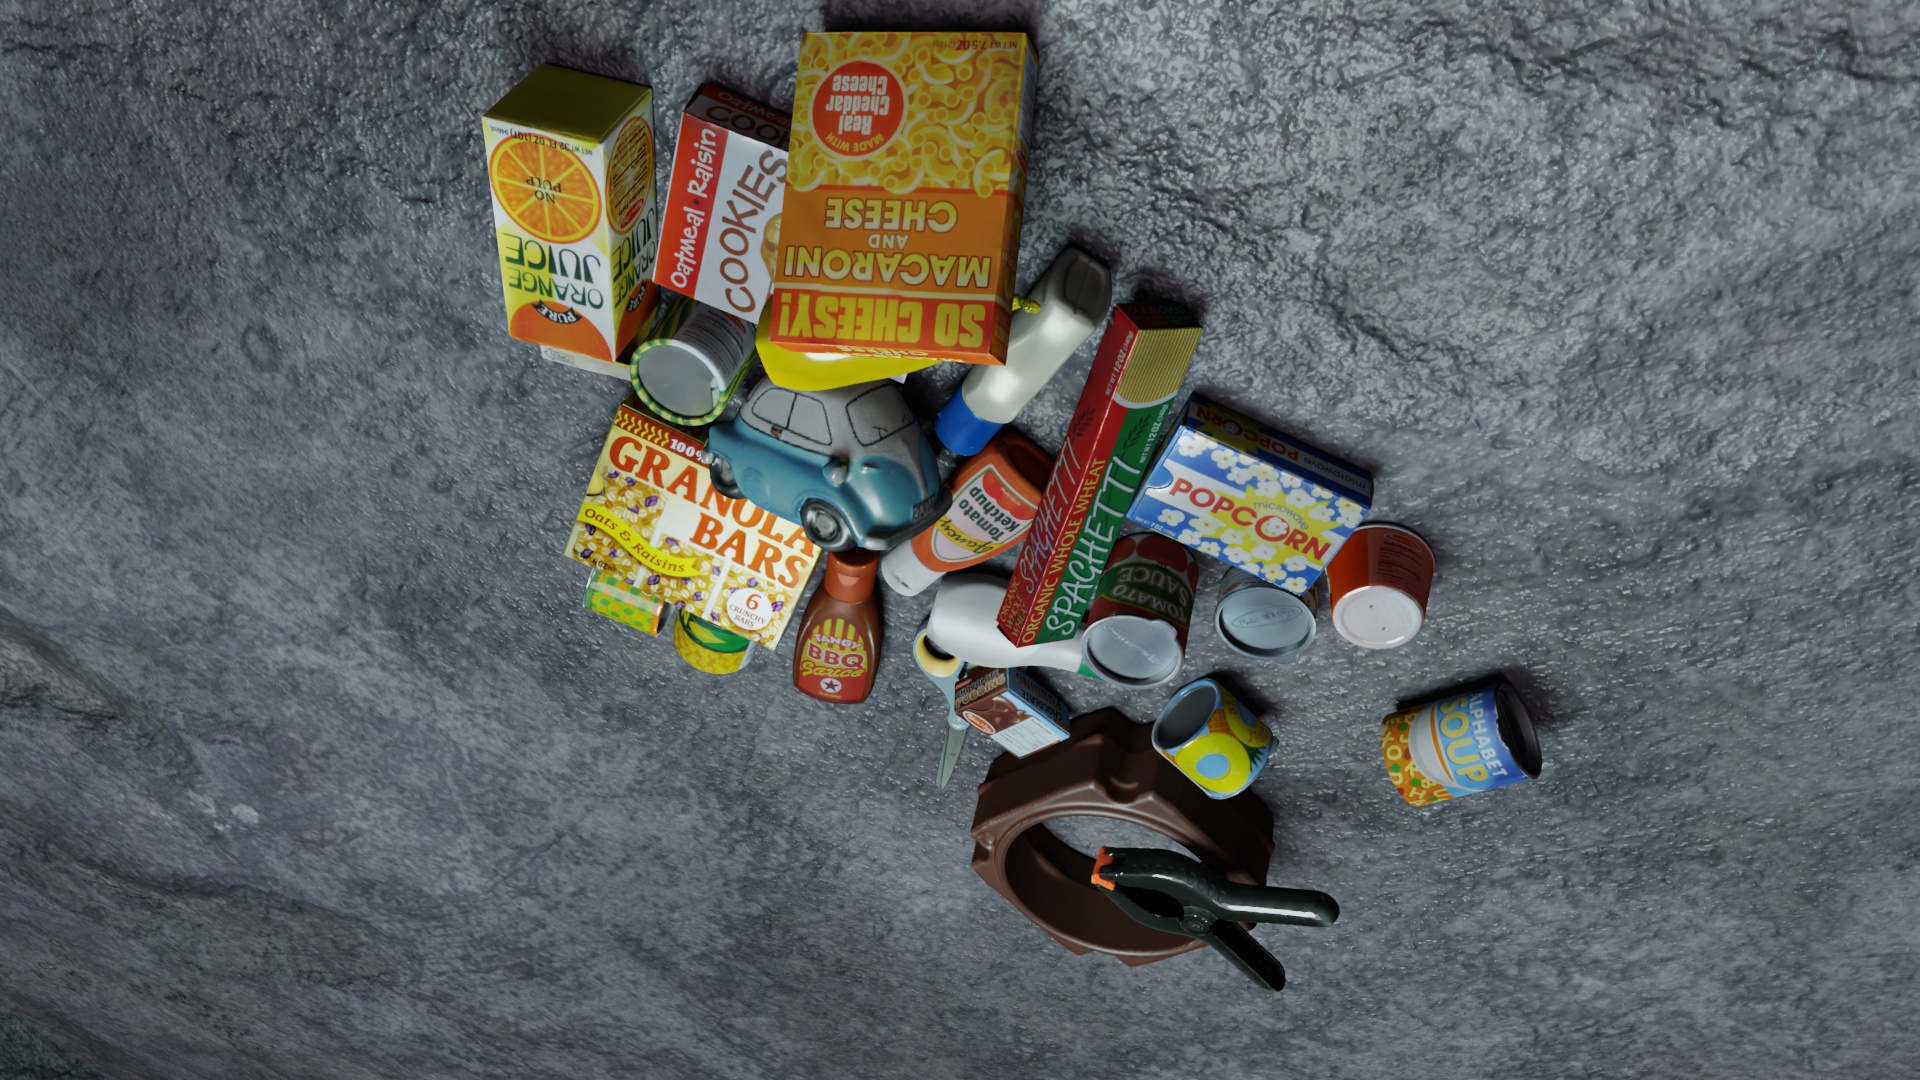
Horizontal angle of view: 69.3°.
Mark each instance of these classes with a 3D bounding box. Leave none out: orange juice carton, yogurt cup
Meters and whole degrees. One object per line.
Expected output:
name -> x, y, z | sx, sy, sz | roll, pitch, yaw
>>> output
orange juice carton -> -0.231, -0.180, 0.846 | 0.072, 0.073, 0.191 | 15, 133, 6
yogurt cup -> 0.263, 0.031, 0.874 | 0.072, 0.054, 0.072 | 9, 132, 10

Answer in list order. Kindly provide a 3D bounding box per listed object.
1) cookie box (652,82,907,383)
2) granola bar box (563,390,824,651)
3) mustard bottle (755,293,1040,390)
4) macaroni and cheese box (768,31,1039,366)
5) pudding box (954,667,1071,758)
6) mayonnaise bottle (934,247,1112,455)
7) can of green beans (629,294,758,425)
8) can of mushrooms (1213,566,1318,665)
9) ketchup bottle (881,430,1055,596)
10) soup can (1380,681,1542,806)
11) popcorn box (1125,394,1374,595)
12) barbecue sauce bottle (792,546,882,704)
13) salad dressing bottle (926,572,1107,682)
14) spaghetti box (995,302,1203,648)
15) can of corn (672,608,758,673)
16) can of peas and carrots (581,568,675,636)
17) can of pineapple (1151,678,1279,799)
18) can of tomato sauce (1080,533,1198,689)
cookie box -> -0.090, -0.179, 0.821 | 0.167, 0.040, 0.122 | 22, 134, -2
granola bar box -> -0.178, -0.012, 0.970 | 0.165, 0.039, 0.123 | 25, 111, -3
mustard bottle -> -0.034, -0.125, 0.782 | 0.160, 0.066, 0.048 | -7, 136, 15
macaroni and cheese box -> -0.029, -0.179, 0.731 | 0.124, 0.040, 0.166 | 6, 88, 15
pudding box -> 0.039, 0.126, 1.034 | 0.049, 0.030, 0.083 | -28, 133, 27
mayonnaise bottle -> 0.034, -0.106, 0.829 | 0.041, 0.065, 0.147 | 30, 137, -12
can of green beans -> -0.170, -0.116, 0.891 | 0.071, 0.058, 0.071 | 10, 132, 11
can of mushrooms -> 0.204, 0.047, 0.923 | 0.071, 0.034, 0.070 | 9, 132, 11
ketchup bottle -> 0.003, -0.012, 0.933 | 0.064, 0.044, 0.148 | 42, 131, -12
soup can -> 0.334, 0.137, 0.932 | 0.083, 0.072, 0.071 | -24, 119, 34
popcorn box -> 0.179, -0.027, 0.863 | 0.127, 0.038, 0.084 | 24, 134, -3
barbecue sauce bottle -> -0.086, 0.058, 1.025 | 0.065, 0.044, 0.147 | 12, 133, -1
salad dressing bottle -> 0.052, 0.066, 0.983 | 0.148, 0.044, 0.064 | 16, 105, 0
spaghetti box -> 0.081, -0.033, 0.859 | 0.050, 0.029, 0.248 | -6, 132, -31
can of corn -> -0.180, 0.057, 1.040 | 0.071, 0.071, 0.058 | 25, 134, -3
can of peas and carrots -> -0.240, 0.030, 1.038 | 0.059, 0.071, 0.070 | 22, 133, -2
can of pineapple -> 0.180, 0.140, 0.990 | 0.058, 0.071, 0.070 | 41, 130, -18
can of tomato sauce -> 0.120, 0.045, 0.915 | 0.071, 0.083, 0.070 | 10, 132, 11
